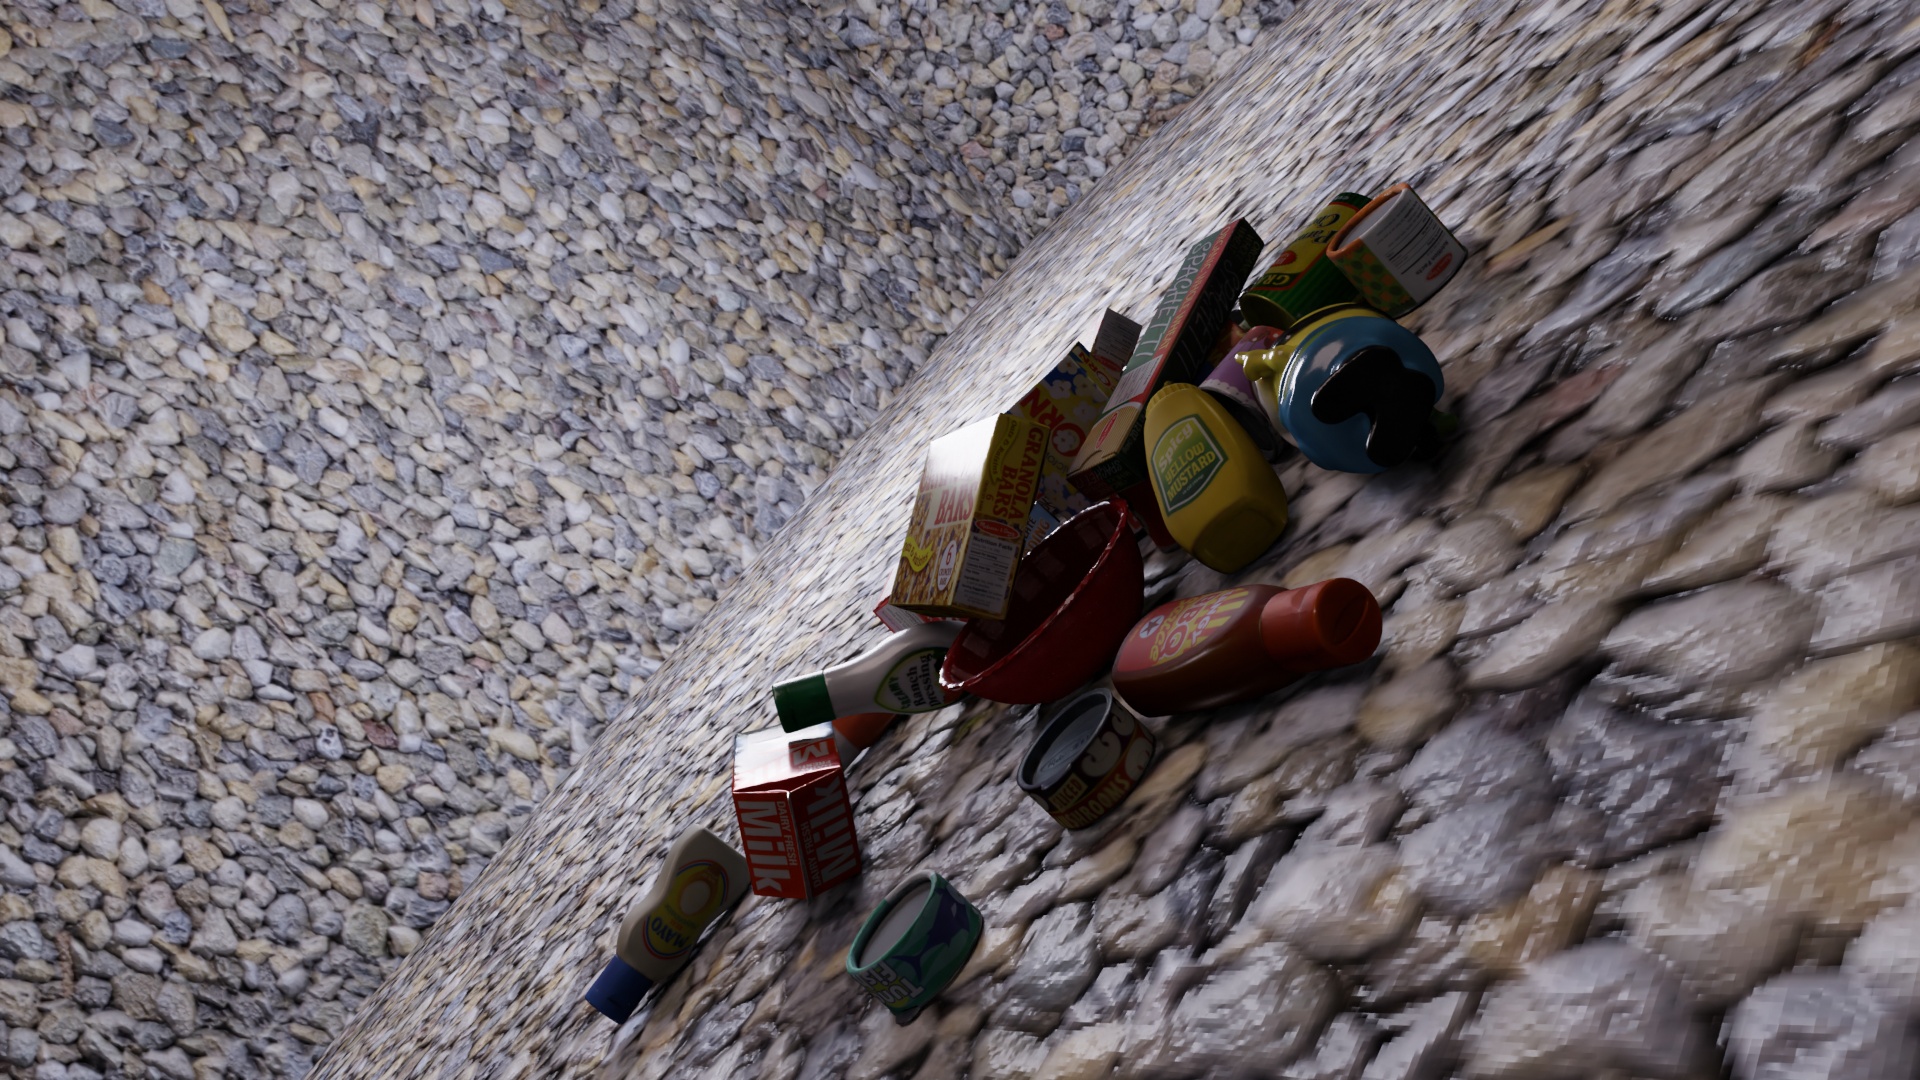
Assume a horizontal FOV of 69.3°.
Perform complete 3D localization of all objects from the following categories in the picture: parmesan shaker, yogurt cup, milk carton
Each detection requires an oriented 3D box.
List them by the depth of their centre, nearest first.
[{"bbox_3d":[0.135,-0.035,0.893,0.072,0.054,0.072,-44,12,11],"label":"yogurt cup"},{"bbox_3d":[-0.111,0.178,0.930,0.073,0.072,0.190,-12,7,-7],"label":"milk carton"},{"bbox_3d":[0.250,-0.182,0.960,0.103,0.071,0.071,-47,10,-8],"label":"parmesan shaker"}]

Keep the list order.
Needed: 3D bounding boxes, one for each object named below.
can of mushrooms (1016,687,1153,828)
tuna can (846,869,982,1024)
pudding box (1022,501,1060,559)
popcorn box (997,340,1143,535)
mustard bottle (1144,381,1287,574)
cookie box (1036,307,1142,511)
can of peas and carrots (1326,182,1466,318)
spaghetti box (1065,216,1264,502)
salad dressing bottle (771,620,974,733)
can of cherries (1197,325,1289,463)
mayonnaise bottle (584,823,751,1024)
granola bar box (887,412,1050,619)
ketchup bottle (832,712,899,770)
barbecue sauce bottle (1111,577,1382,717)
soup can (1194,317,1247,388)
[{"bbox_3d":[0.062,0.110,0.692,0.071,0.033,0.071,-43,11,10],"label":"can of mushrooms"},{"bbox_3d":[-0.025,0.201,0.689,0.071,0.033,0.071,-44,10,10],"label":"tuna can"},{"bbox_3d":[0.042,0.011,1.145,0.049,0.030,0.084,-33,16,53],"label":"pudding box"},{"bbox_3d":[0.091,-0.061,0.961,0.085,0.126,0.038,-41,3,28],"label":"popcorn box"},{"bbox_3d":[0.138,-0.050,0.811,0.065,0.049,0.161,-46,33,22],"label":"mustard bottle"},{"bbox_3d":[0.092,-0.105,1.209,0.168,0.040,0.122,-68,12,-23],"label":"cookie box"},{"bbox_3d":[0.277,-0.185,0.890,0.071,0.058,0.071,-44,11,10],"label":"can of peas and carrots"},{"bbox_3d":[0.141,-0.126,0.927,0.050,0.028,0.251,-24,29,50],"label":"spaghetti box"},{"bbox_3d":[-0.056,0.099,0.974,0.148,0.064,0.044,-15,31,-4],"label":"salad dressing bottle"},{"bbox_3d":[0.189,-0.091,0.862,0.058,0.071,0.071,-47,10,-12],"label":"can of cherries"},{"bbox_3d":[-0.221,0.290,1.046,0.148,0.064,0.041,-54,16,-19],"label":"mayonnaise bottle"},{"bbox_3d":[0.003,-0.012,0.919,0.165,0.039,0.124,171,114,-73],"label":"granola bar box"},{"bbox_3d":[-0.067,0.127,1.099,0.149,0.043,0.064,-48,10,-9],"label":"ketchup bottle"},{"bbox_3d":[0.130,0.047,0.637,0.065,0.043,0.148,-48,11,-25],"label":"barbecue sauce bottle"},{"bbox_3d":[0.174,-0.106,0.965,0.083,0.071,0.071,-44,11,9],"label":"soup can"}]
